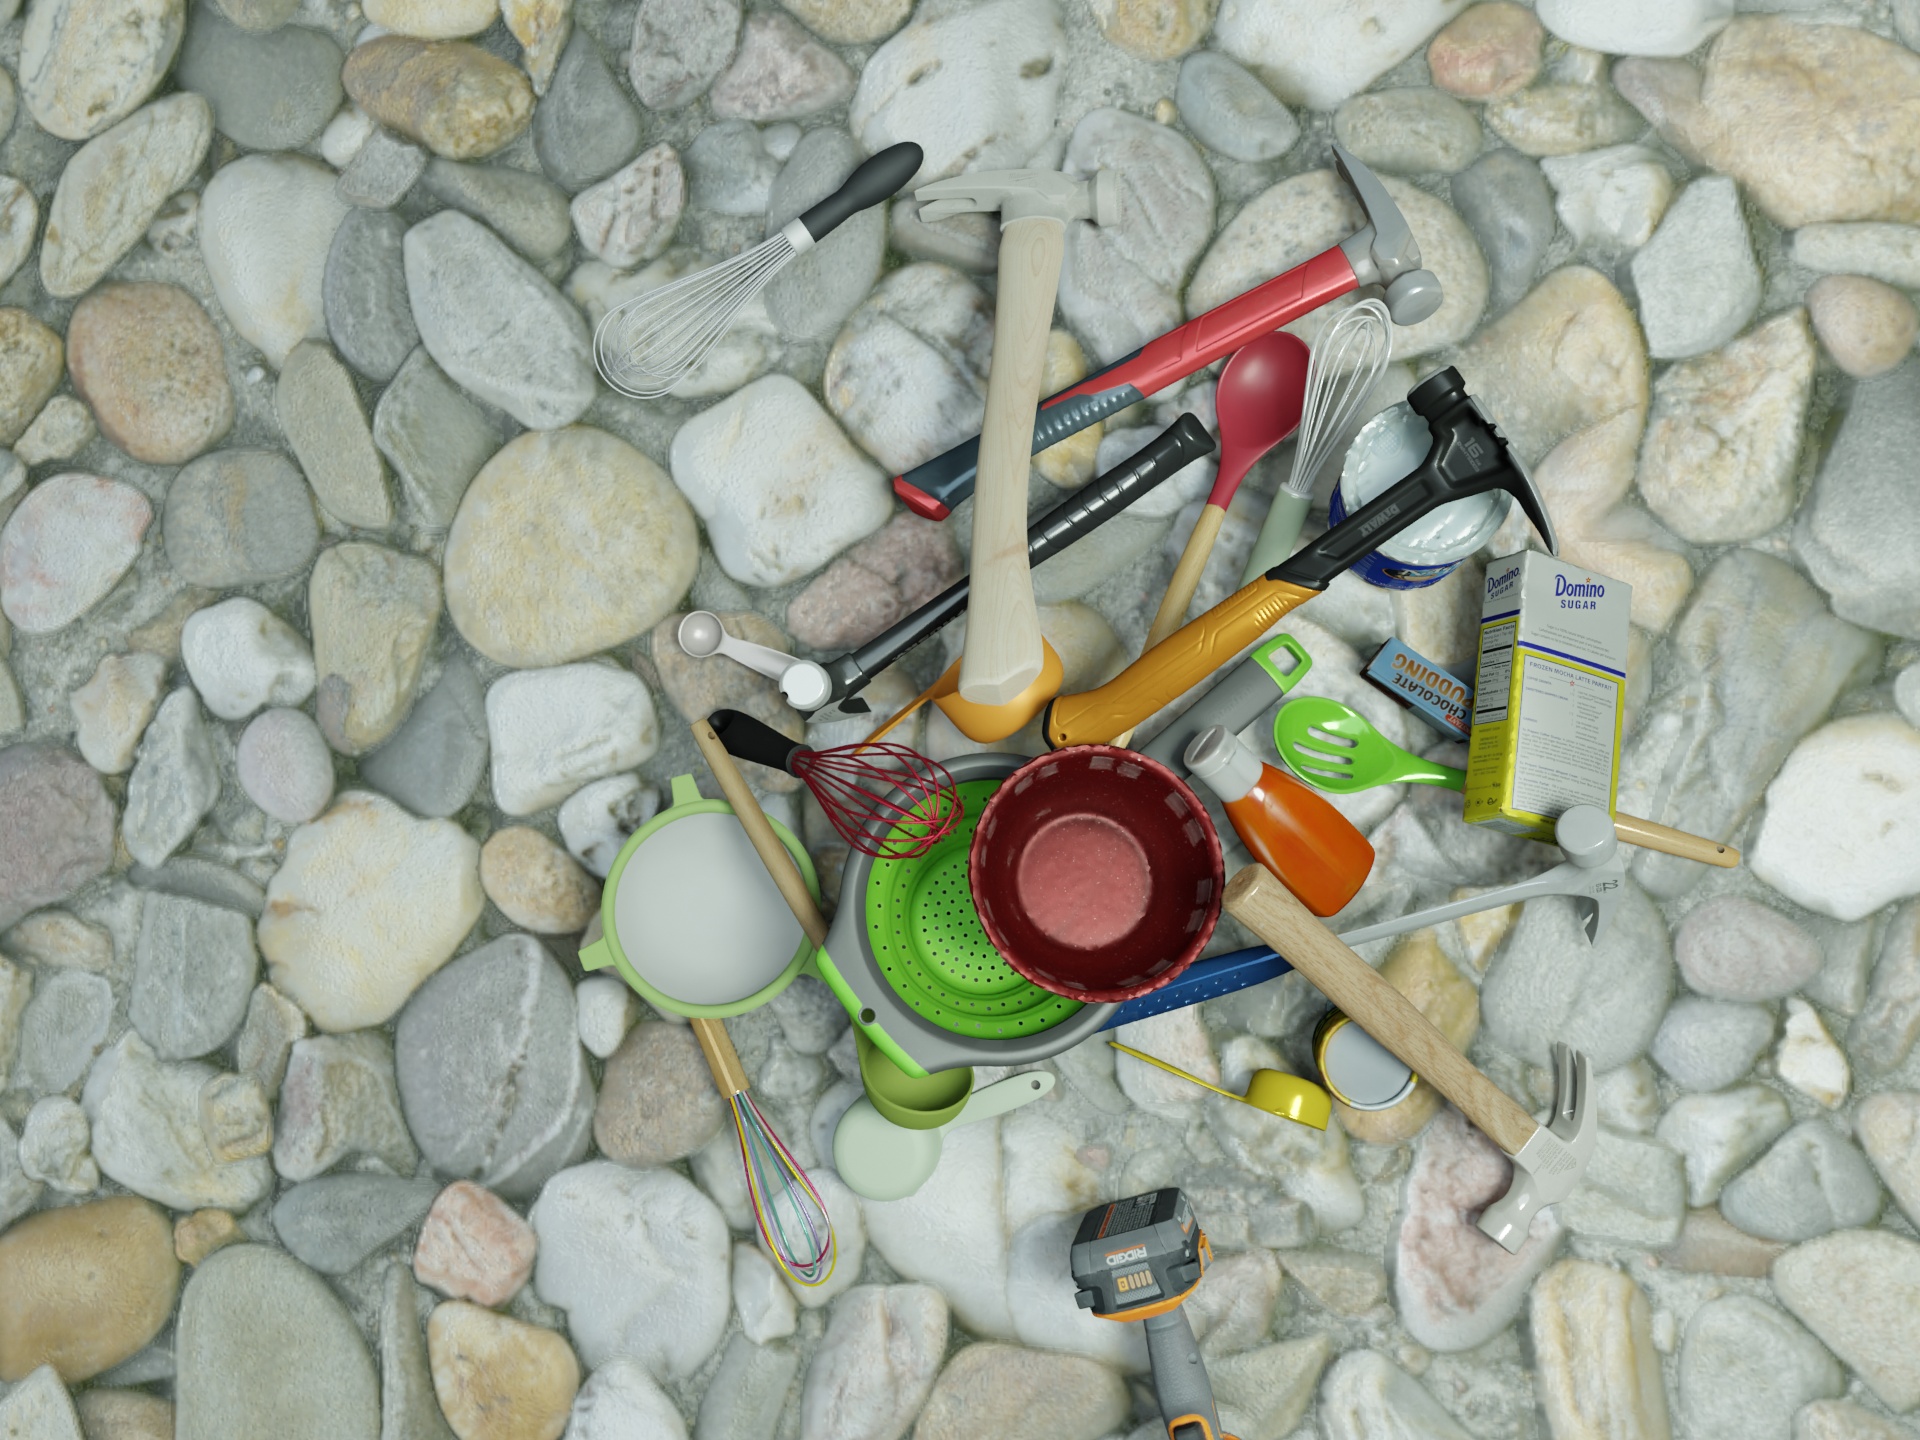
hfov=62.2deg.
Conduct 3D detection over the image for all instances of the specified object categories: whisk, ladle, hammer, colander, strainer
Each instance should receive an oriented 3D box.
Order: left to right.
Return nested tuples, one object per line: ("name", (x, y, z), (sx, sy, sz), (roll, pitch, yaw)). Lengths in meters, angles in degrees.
("whisk", (-0.149, 0.287, 1.138), (0.047, 0.051, 0.245), (-22, 79, -19))
("whisk", (-0.145, -0.333, 1.152), (0.284, 0.070, 0.070), (-36, 83, 2))
("strainer", (-0.130, 0.157, 1.133), (0.256, 0.069, 0.151), (28, 79, -8))
("whisk", (-0.096, 0.032, 1.050), (0.296, 0.073, 0.073), (19, 91, 52))
("ladle", (-0.093, 0.134, 1.079), (0.062, 0.078, 0.320), (-31, 88, 42))
("hammer", (0.023, -0.200, 1.048), (0.146, 0.038, 0.411), (1, 64, 11))
("hammer", (0.030, -0.102, 1.078), (0.335, 0.146, 0.035), (-35, 83, 1))
("colander", (0.082, 0.079, 1.089), (0.397, 0.094, 0.204), (-39, 83, -12))
("hammer", (0.123, -0.254, 1.103), (0.386, 0.038, 0.143), (-26, 63, 12))
("ladle", (0.164, -0.120, 1.076), (0.069, 0.031, 0.315), (19, 79, 24))
("hammer", (0.190, -0.065, 0.972), (0.337, 0.034, 0.127), (-35, 82, 24))
("whisk", (0.226, -0.159, 1.051), (0.058, 0.059, 0.246), (42, 124, 40))
("hammer", (0.230, 0.156, 1.051), (0.405, 0.143, 0.035), (-19, 54, 17))
("hammer", (0.285, 0.197, 0.997), (0.331, 0.031, 0.130), (42, 84, -19))

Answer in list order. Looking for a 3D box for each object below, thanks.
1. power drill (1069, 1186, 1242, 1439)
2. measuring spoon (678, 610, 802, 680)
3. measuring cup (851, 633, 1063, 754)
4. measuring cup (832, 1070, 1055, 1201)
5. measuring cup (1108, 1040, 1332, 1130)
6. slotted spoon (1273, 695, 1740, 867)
("power drill", (0.140, 0.432, 1.018), (0.084, 0.164, 0.226), (-18, 83, 9))
("measuring spoon", (-0.147, -0.046, 1.163), (0.124, 0.018, 0.034), (23, 92, 3))
("measuring cup", (-0.002, -0.004, 1.112), (0.173, 0.095, 0.052), (-35, 104, 28))
("measuring cup", (-0.013, 0.282, 1.111), (0.167, 0.038, 0.083), (-24, 84, 10))
("measuring cup", (0.177, 0.238, 1.081), (0.156, 0.062, 0.029), (19, 79, 20))
("slotted spoon", (0.359, 0.050, 1.059), (0.314, 0.031, 0.070), (16, 61, 6))
